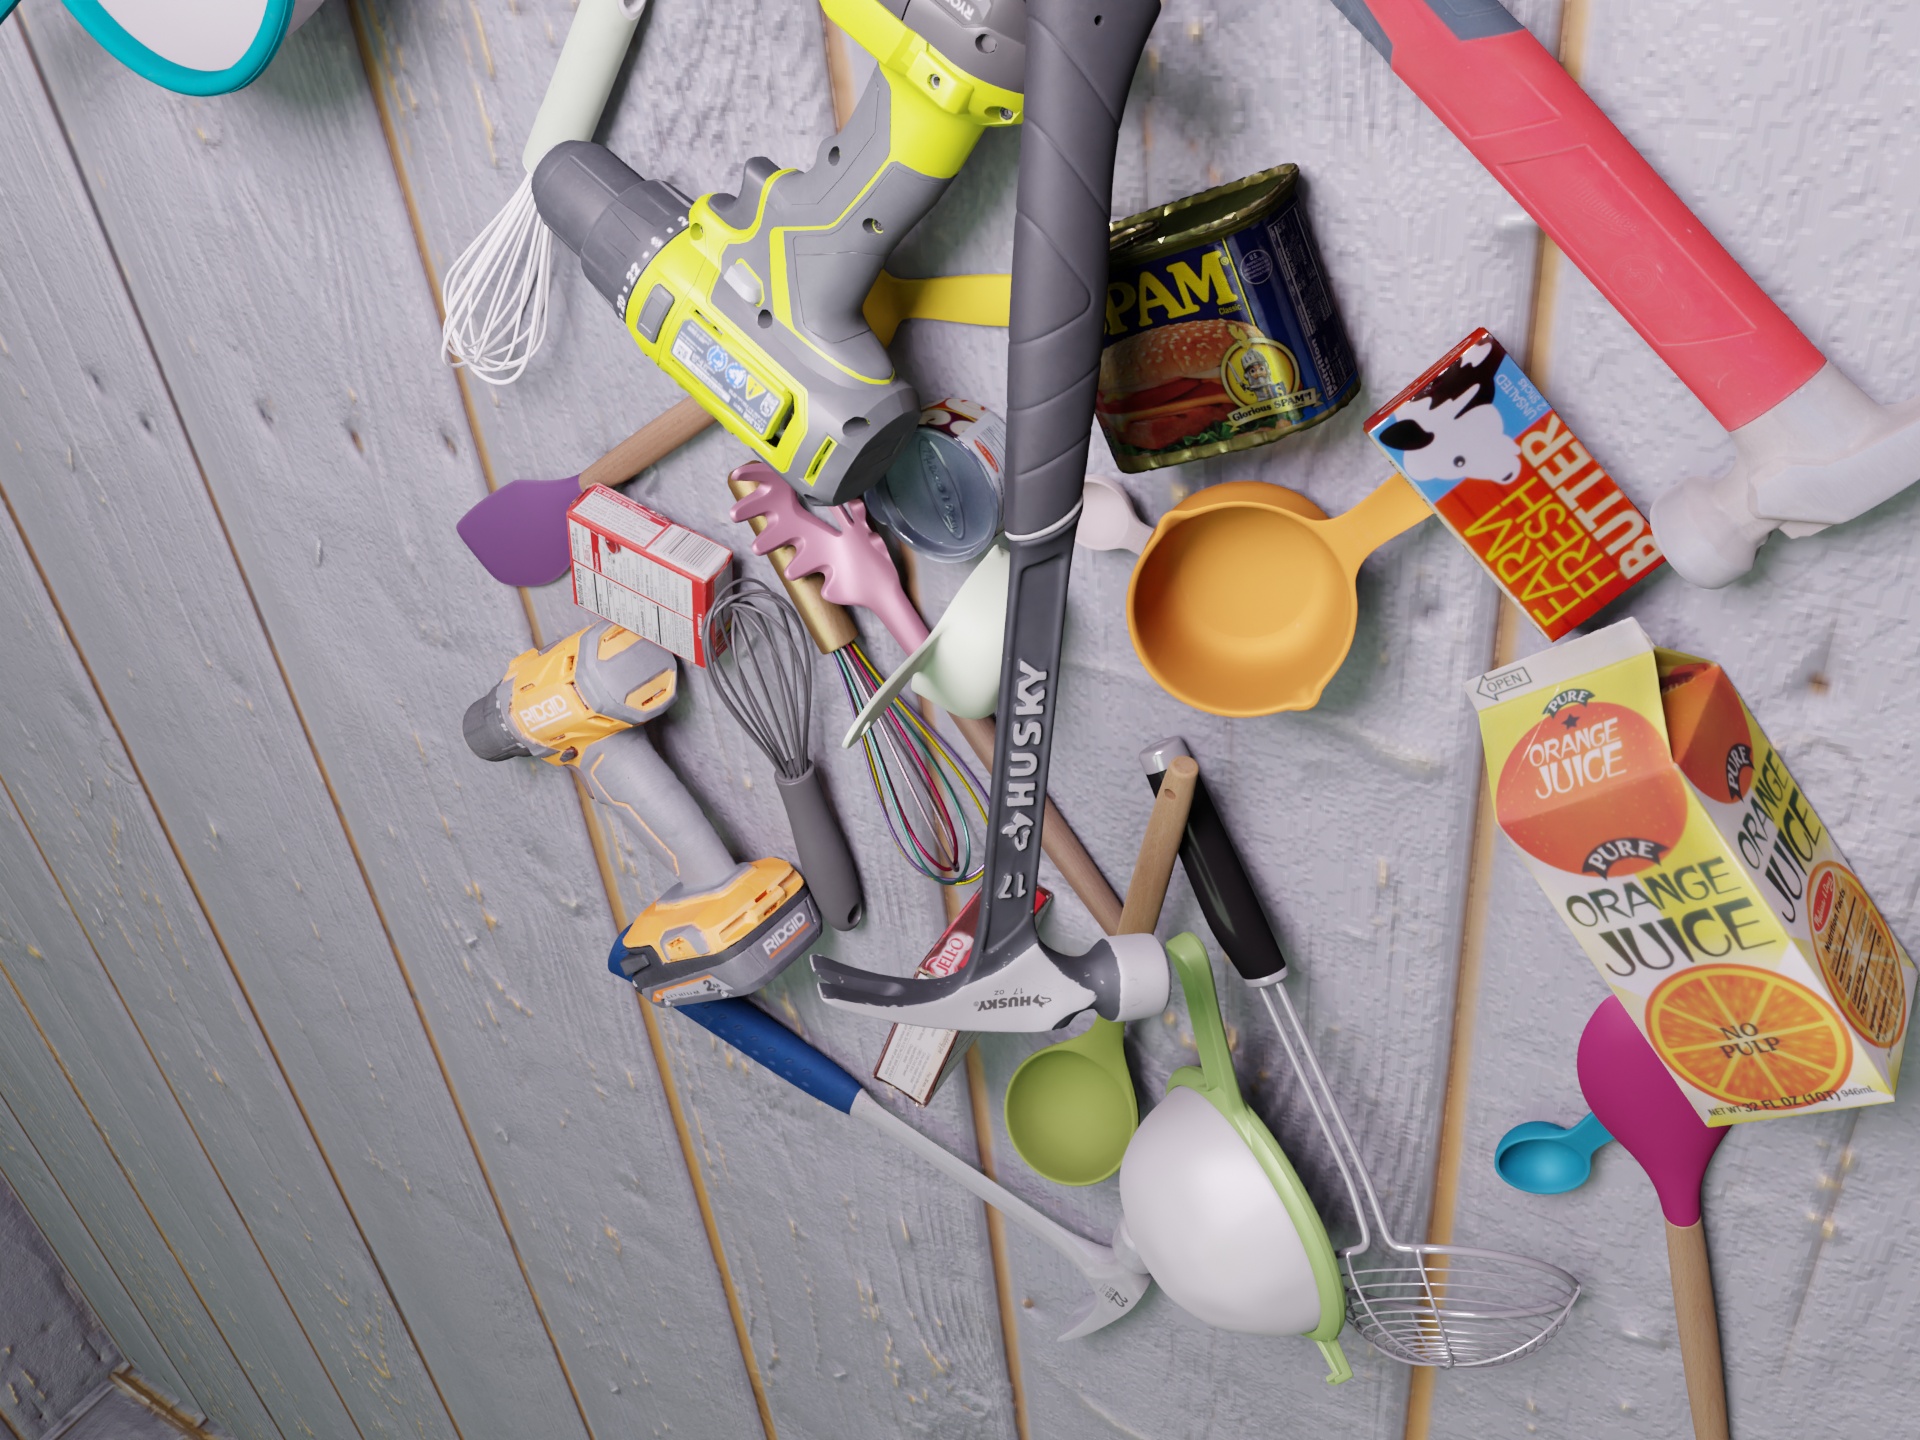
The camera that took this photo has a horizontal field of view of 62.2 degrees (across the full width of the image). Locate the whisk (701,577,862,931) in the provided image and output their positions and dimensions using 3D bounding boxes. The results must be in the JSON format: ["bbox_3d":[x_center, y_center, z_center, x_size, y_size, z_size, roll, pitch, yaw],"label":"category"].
[{"bbox_3d":[-0.089,0.027,0.865,0.055,0.055,0.238,11,133,31],"label":"whisk"}]

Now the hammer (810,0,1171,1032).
[{"bbox_3d":[0.023,-0.056,0.575,0.036,0.149,0.408,-120,30,-60],"label":"hammer"}]

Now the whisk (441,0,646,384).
[{"bbox_3d":[-0.191,-0.247,0.728,0.059,0.058,0.246,48,133,8],"label":"whisk"}]

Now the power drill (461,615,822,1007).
[{"bbox_3d":[-0.201,0.058,0.949,0.185,0.084,0.226,-17,106,44],"label":"power drill"}]

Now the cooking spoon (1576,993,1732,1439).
[{"bbox_3d":[0.331,0.242,0.723,0.069,0.017,0.318,-9,120,20],"label":"cooking spoon"}]

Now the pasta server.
[{"bbox_3d":[-0.001,-0.002,0.778,0.060,0.040,0.316,-27,105,35],"label":"pasta server"}]

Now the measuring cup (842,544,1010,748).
[{"bbox_3d":[-0.002,-0.018,0.674,0.038,0.168,0.083,31,121,6],"label":"measuring cup"}]

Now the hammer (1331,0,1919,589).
[{"bbox_3d":[0.163,-0.218,0.486,0.386,0.038,0.143,46,136,-2],"label":"hammer"}]

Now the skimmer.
[{"bbox_3d":[0.183,0.164,0.773,0.127,0.090,0.363,-20,98,39],"label":"skimmer"}]

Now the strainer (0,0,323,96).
[{"bbox_3d":[-0.374,-0.383,0.727,0.340,0.095,0.211,-6,115,42],"label":"strainer"}]

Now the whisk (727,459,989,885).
[{"bbox_3d":[-0.053,-0.018,0.804,0.047,0.051,0.245,-13,110,49],"label":"whisk"}]

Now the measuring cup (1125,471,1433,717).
[{"bbox_3d":[0.144,-0.073,0.613,0.173,0.052,0.095,-35,101,22],"label":"measuring cup"}]

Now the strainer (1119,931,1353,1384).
[{"bbox_3d":[0.113,0.215,0.784,0.152,0.069,0.256,44,155,55],"label":"strainer"}]

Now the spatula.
[{"bbox_3d":[-0.178,-0.130,0.828,0.316,0.018,0.059,-20,113,46],"label":"spatula"}]

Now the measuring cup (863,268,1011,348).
[{"bbox_3d":[-0.018,-0.171,0.664,0.157,0.029,0.062,11,128,34],"label":"measuring cup"}]

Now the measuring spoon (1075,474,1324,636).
[{"bbox_3d":[0.099,-0.070,0.671,0.124,0.018,0.034,29,135,7],"label":"measuring spoon"}]

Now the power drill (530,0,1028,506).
[{"bbox_3d":[-0.066,-0.219,0.608,0.190,0.080,0.228,43,130,7],"label":"power drill"}]

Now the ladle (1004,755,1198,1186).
[{"bbox_3d":[0.074,0.133,0.788,0.078,0.062,0.319,33,142,21],"label":"ladle"}]

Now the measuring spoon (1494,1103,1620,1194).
[{"bbox_3d":[0.290,0.172,0.712,0.042,0.021,0.128,29,129,-9],"label":"measuring spoon"}]

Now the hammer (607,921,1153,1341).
[{"bbox_3d":[-0.059,0.255,1.023,0.406,0.035,0.144,30,135,15],"label":"hammer"}]
